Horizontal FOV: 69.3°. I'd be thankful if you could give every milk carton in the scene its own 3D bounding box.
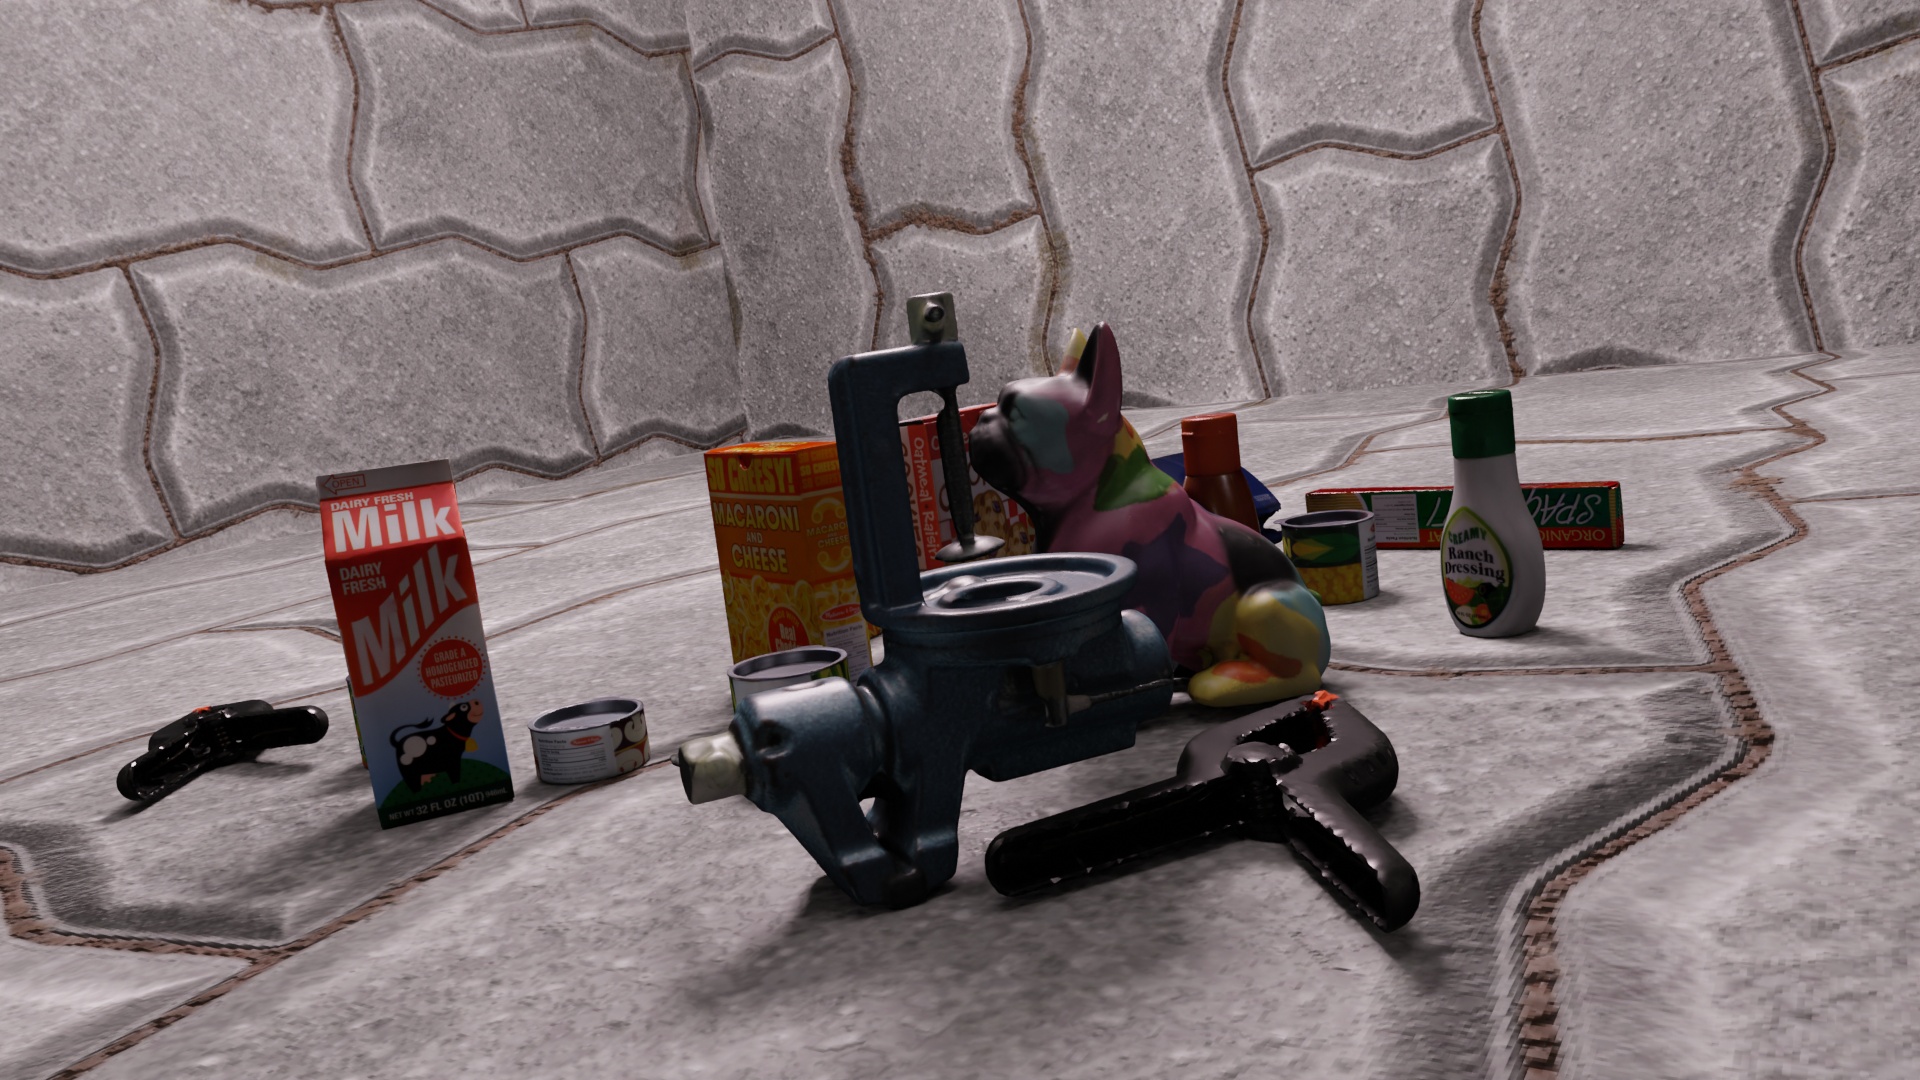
[{"bbox_3d":[-0.303,0.053,0.773,0.072,0.190,0.073,-10,8,-20],"label":"milk carton"}]

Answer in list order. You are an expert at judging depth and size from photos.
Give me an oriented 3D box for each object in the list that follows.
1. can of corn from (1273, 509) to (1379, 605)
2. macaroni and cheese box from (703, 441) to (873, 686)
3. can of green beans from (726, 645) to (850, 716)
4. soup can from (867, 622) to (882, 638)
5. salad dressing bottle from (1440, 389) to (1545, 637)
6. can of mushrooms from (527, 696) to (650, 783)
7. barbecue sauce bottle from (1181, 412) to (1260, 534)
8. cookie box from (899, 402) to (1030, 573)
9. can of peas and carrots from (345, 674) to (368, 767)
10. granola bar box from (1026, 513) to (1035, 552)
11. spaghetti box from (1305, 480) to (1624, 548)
[{"bbox_3d":[0.265,0.012,1.005,0.071,0.058,0.071,-7,8,1],"label":"can of corn"},{"bbox_3d":[-0.113,0.020,0.906,0.040,0.166,0.123,-13,10,-36],"label":"macaroni and cheese box"},{"bbox_3d":[-0.091,0.094,0.763,0.071,0.057,0.071,-7,8,1],"label":"can of green beans"},{"bbox_3d":[-0.095,0.034,1.079,0.071,0.083,0.071,-7,8,1],"label":"soup can"},{"bbox_3d":[0.322,-0.017,0.847,0.044,0.147,0.064,-12,9,-28],"label":"salad dressing bottle"},{"bbox_3d":[-0.215,0.116,0.811,0.071,0.033,0.071,-7,8,1],"label":"can of mushrooms"},{"bbox_3d":[0.171,-0.009,0.920,0.044,0.148,0.065,-11,9,-26],"label":"barbecue sauce bottle"},{"bbox_3d":[0.004,-0.013,1.023,0.040,0.167,0.123,-2,10,33],"label":"cookie box"},{"bbox_3d":[-0.353,0.109,0.885,0.071,0.058,0.071,-7,8,1],"label":"can of peas and carrots"},{"bbox_3d":[-0.004,-0.004,1.115,0.165,0.124,0.039,-6,8,10],"label":"granola bar box"},{"bbox_3d":[0.401,-0.019,1.121,0.250,0.050,0.029,0,11,40],"label":"spaghetti box"}]
